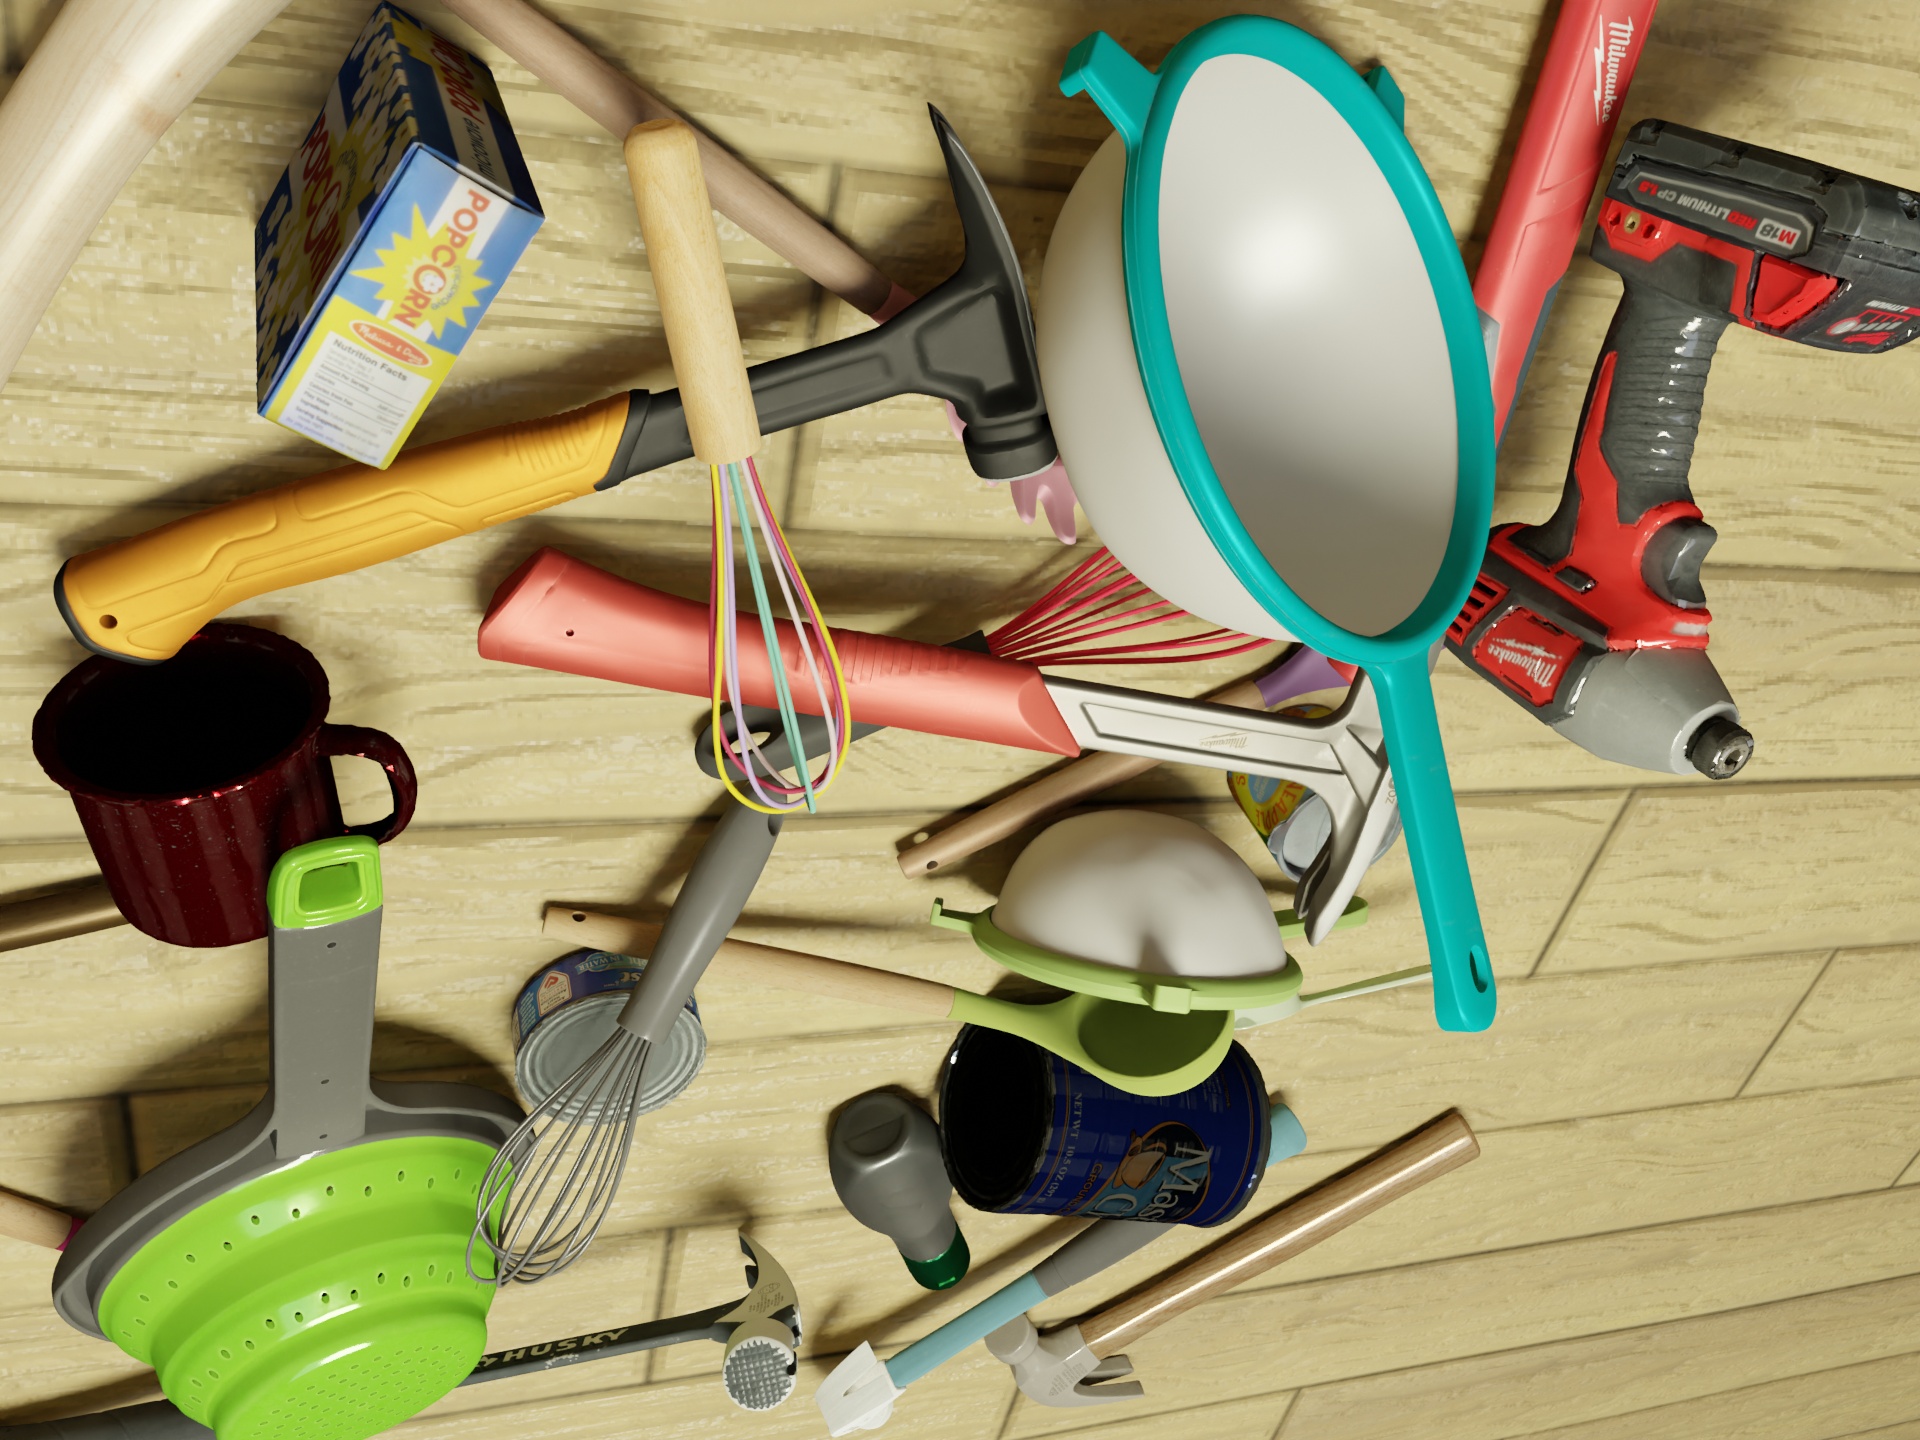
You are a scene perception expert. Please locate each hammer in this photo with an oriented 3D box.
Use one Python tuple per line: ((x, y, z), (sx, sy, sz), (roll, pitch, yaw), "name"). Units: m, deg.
((-0.139, -0.093, 0.529), (0.337, 0.034, 0.127), (-18, 129, 0), "hammer")
((-0.001, -0.002, 0.615), (0.359, 0.037, 0.149), (9, 118, -9), "hammer")
((-0.314, -0.109, 0.474), (0.146, 0.038, 0.410), (29, 111, -34), "hammer")
((0.183, 0.347, 1.022), (0.331, 0.031, 0.129), (-30, 131, 2), "hammer")
((0.059, 0.325, 0.940), (0.331, 0.033, 0.128), (-32, 156, -1), "hammer")
((-0.281, 0.327, 0.789), (0.409, 0.149, 0.036), (-9, 94, -4), "hammer")
((0.231, -0.172, 0.624), (0.143, 0.038, 0.386), (-4, 125, -20), "hammer")

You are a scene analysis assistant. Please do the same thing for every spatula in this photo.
((0.114, -0.002, 0.733), (0.316, 0.018, 0.059), (-26, 130, -2), "spatula")

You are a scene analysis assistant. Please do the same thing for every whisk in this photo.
((-0.136, 0.128, 0.666), (0.055, 0.055, 0.239), (34, 80, -37), "whisk")
((-0.073, -0.066, 0.514), (0.047, 0.051, 0.244), (-8, 124, 1), "whisk")
((0.030, -0.033, 0.654), (0.296, 0.073, 0.073), (-20, 131, 1), "whisk")

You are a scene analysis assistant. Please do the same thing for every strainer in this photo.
((0.122, 0.078, 0.758), (0.256, 0.152, 0.069), (0, 100, -43), "strainer")
((0.108, -0.056, 0.548), (0.211, 0.095, 0.340), (-20, 99, -46), "strainer")

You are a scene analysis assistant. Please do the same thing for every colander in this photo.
((-0.249, 0.198, 0.636), (0.204, 0.095, 0.396), (-11, 143, -31), "colander")

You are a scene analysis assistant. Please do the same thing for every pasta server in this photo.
((-0.047, -0.156, 0.539), (0.316, 0.040, 0.060), (30, 115, -35), "pasta server")

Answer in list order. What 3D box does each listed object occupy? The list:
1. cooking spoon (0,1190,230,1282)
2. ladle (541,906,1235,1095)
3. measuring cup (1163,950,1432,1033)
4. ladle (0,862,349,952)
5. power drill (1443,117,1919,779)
((-0.418, 0.217, 0.697), (0.069, 0.017, 0.318), (-39, 131, 11), "cooking spoon")
((-0.026, 0.114, 0.723), (0.320, 0.078, 0.062), (14, 125, -14), "ladle")
((0.177, 0.125, 0.814), (0.167, 0.083, 0.038), (-11, 88, -3), "measuring cup")
((-0.389, 0.084, 0.601), (0.315, 0.031, 0.069), (-13, 130, -14), "ladle")
((0.265, -0.091, 0.581), (0.078, 0.143, 0.219), (0, 121, -27), "power drill")
